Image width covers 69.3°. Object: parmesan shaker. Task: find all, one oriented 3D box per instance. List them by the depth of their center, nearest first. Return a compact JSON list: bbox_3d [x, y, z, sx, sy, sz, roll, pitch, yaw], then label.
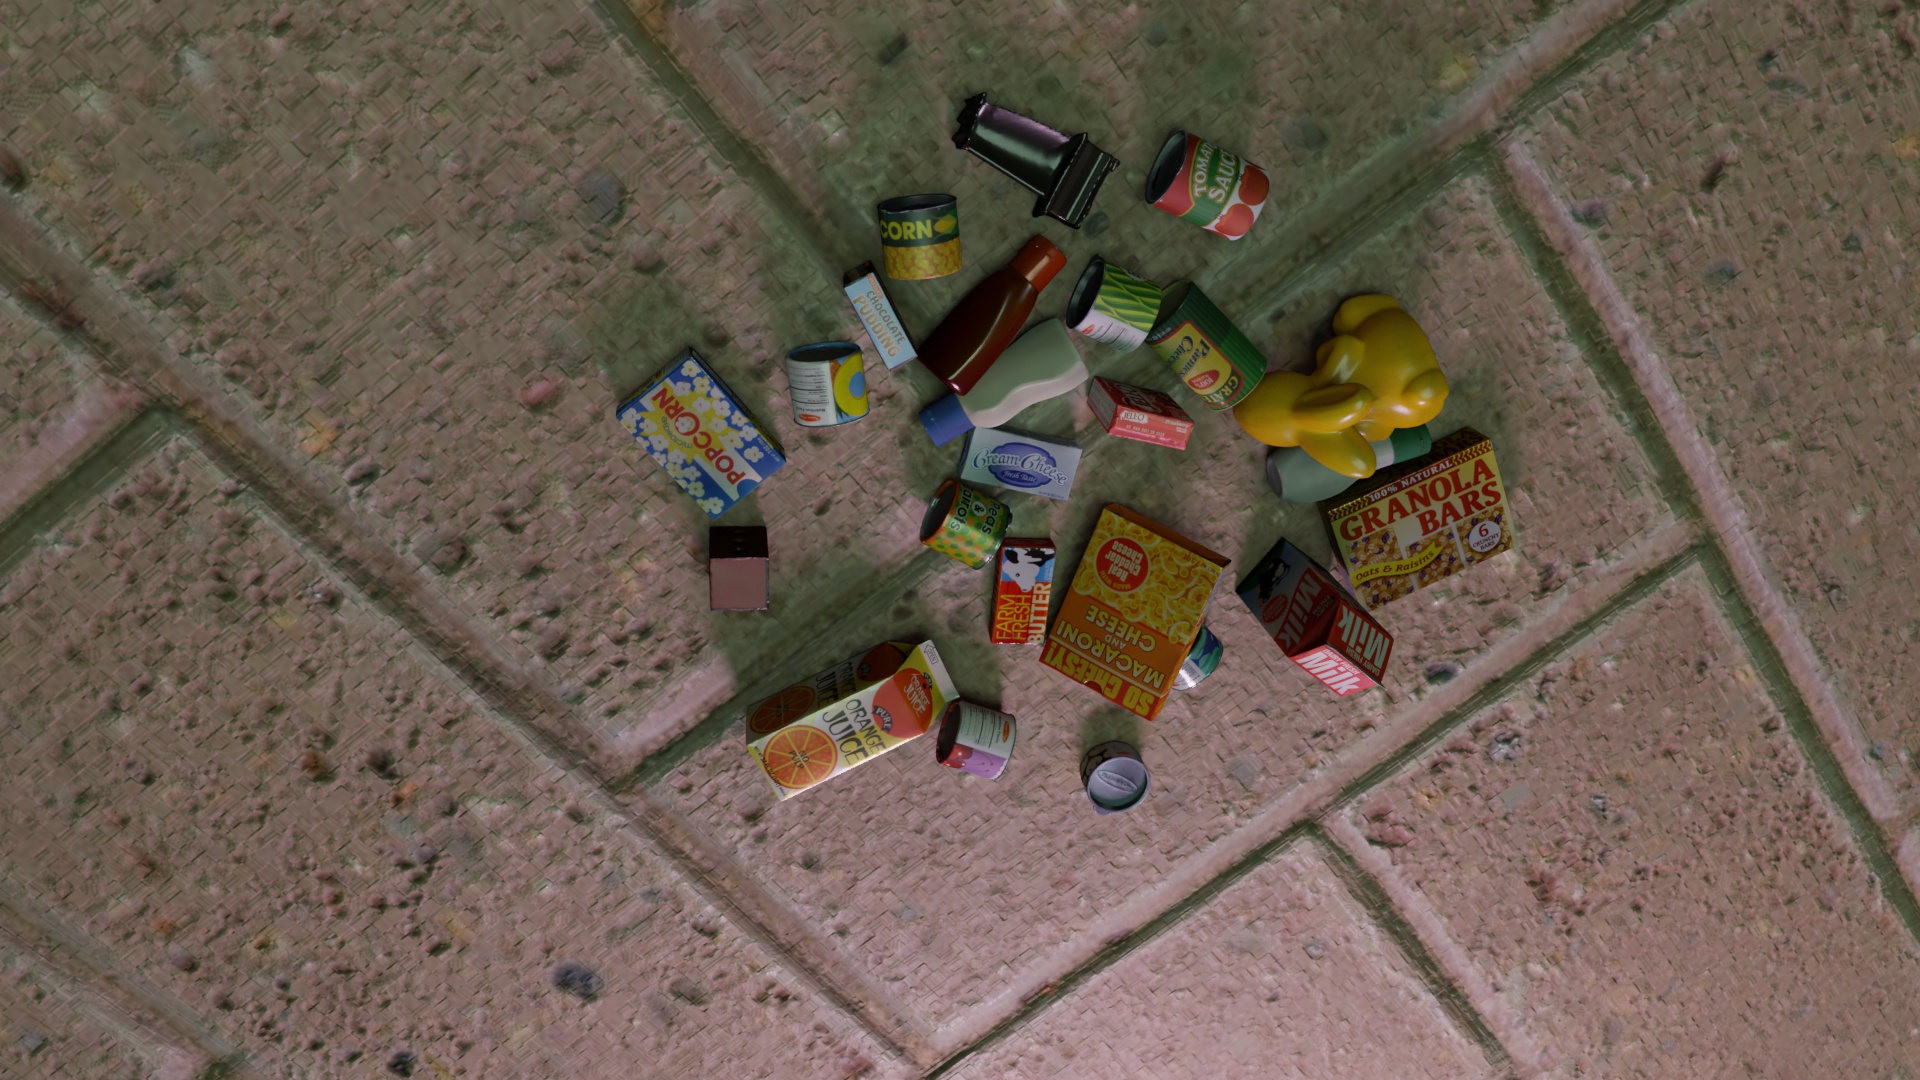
[{"bbox_3d":[0.210,-0.171,1.225,0.103,0.071,0.071,40,101,-20],"label":"parmesan shaker"}]

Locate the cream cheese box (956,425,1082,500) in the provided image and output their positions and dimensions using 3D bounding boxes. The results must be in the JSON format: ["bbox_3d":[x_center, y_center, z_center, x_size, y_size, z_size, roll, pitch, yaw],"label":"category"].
[{"bbox_3d":[0.053,-0.073,1.261,0.104,0.024,0.053,11,108,-13],"label":"cream cheese box"}]

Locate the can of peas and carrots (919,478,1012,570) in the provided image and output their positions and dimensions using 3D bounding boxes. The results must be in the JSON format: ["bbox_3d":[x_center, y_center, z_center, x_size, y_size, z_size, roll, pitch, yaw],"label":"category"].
[{"bbox_3d":[0.004,-0.016,1.252,0.059,0.071,0.070,26,106,-17],"label":"can of peas and carrots"}]

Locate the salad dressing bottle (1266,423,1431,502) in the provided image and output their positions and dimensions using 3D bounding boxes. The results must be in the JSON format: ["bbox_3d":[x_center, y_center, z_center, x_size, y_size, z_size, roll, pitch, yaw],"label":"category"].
[{"bbox_3d":[0.363,-0.078,1.298,0.148,0.044,0.064,-16,114,-3],"label":"salad dressing bottle"}]

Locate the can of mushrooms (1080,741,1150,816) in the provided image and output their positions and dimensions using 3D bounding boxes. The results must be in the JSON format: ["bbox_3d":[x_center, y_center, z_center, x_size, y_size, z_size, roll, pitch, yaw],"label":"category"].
[{"bbox_3d":[0.154,0.240,1.399,0.071,0.033,0.070,-3,113,-8],"label":"can of mushrooms"}]

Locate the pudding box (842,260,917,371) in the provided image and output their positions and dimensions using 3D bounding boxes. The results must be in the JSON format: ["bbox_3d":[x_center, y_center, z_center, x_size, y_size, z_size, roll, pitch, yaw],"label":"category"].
[{"bbox_3d":[-0.069,-0.191,1.180,0.030,0.050,0.083,-26,113,5],"label":"pudding box"}]

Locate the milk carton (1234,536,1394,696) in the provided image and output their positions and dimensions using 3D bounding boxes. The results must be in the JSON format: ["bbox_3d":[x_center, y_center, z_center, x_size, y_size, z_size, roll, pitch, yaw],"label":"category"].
[{"bbox_3d":[0.328,0.076,1.273,0.072,0.191,0.073,35,103,-20],"label":"milk carton"}]

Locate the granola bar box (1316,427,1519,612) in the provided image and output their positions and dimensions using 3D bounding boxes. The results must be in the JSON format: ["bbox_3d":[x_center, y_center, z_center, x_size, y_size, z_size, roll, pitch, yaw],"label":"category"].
[{"bbox_3d":[0.439,-0.019,1.335,0.165,0.039,0.123,-25,114,2],"label":"granola bar box"}]

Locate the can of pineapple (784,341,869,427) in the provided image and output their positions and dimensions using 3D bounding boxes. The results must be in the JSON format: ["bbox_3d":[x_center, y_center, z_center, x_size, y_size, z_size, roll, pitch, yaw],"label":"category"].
[{"bbox_3d":[-0.113,-0.135,1.189,0.071,0.071,0.057,-8,113,-5],"label":"can of pineapple"}]

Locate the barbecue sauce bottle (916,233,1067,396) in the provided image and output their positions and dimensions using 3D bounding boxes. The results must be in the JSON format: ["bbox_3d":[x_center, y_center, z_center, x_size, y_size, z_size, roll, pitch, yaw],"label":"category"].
[{"bbox_3d":[0.029,-0.196,1.189,0.148,0.065,0.043,-48,136,3],"label":"barbecue sauce bottle"}]

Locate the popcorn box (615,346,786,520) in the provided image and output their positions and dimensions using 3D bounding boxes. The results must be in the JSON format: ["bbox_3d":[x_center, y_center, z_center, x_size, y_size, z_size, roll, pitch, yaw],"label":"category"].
[{"bbox_3d":[-0.224,-0.093,1.202,0.085,0.038,0.126,-38,112,6],"label":"popcorn box"}]

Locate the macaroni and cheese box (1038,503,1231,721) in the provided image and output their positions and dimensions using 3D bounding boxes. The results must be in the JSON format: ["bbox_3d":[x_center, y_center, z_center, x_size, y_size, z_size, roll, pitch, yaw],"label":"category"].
[{"bbox_3d":[0.160,0.067,1.294,0.124,0.040,0.166,28,108,18],"label":"macaroni and cheese box"}]

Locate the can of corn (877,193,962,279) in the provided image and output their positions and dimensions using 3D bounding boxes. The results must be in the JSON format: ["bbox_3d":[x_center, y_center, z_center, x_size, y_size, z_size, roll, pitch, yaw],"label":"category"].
[{"bbox_3d":[-0.034,-0.251,1.150,0.071,0.071,0.058,-8,114,-5],"label":"can of corn"}]

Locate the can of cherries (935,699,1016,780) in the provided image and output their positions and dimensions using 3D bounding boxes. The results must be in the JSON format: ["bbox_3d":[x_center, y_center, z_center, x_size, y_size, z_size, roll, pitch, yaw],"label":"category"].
[{"bbox_3d":[0.014,0.193,1.341,0.058,0.072,0.071,18,108,-15],"label":"can of cherries"}]

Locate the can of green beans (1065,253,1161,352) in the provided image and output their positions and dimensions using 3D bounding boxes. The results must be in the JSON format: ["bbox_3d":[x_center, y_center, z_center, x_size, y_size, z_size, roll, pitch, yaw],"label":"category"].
[{"bbox_3d":[0.132,-0.203,1.198,0.058,0.071,0.071,21,108,-17],"label":"can of green beans"}]

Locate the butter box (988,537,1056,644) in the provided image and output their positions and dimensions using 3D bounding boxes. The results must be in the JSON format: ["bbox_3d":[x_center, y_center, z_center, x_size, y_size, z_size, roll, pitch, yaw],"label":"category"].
[{"bbox_3d":[0.057,0.049,1.311,0.053,0.024,0.103,2,112,-10],"label":"butter box"}]

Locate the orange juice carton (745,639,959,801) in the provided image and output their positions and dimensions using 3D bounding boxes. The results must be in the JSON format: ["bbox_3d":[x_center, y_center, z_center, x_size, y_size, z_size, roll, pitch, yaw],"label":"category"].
[{"bbox_3d":[-0.100,0.161,1.305,0.193,0.073,0.071,-26,113,2],"label":"orange juice carton"}]

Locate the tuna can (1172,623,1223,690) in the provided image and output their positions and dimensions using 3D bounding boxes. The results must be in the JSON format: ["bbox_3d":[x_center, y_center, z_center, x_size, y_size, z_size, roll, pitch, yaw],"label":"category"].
[{"bbox_3d":[0.218,0.107,1.339,0.071,0.071,0.033,-41,111,9],"label":"tuna can"}]

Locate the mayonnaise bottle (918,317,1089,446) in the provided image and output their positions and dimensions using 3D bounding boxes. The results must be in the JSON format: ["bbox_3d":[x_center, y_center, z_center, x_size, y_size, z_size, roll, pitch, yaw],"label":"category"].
[{"bbox_3d":[0.035,-0.134,1.216,0.148,0.065,0.041,-29,150,7],"label":"mayonnaise bottle"}]

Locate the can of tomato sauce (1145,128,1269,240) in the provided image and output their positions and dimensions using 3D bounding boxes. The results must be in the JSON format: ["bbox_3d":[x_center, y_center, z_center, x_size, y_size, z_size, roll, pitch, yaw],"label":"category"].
[{"bbox_3d":[0.209,-0.299,1.169,0.083,0.071,0.071,20,108,-16],"label":"can of tomato sauce"}]
